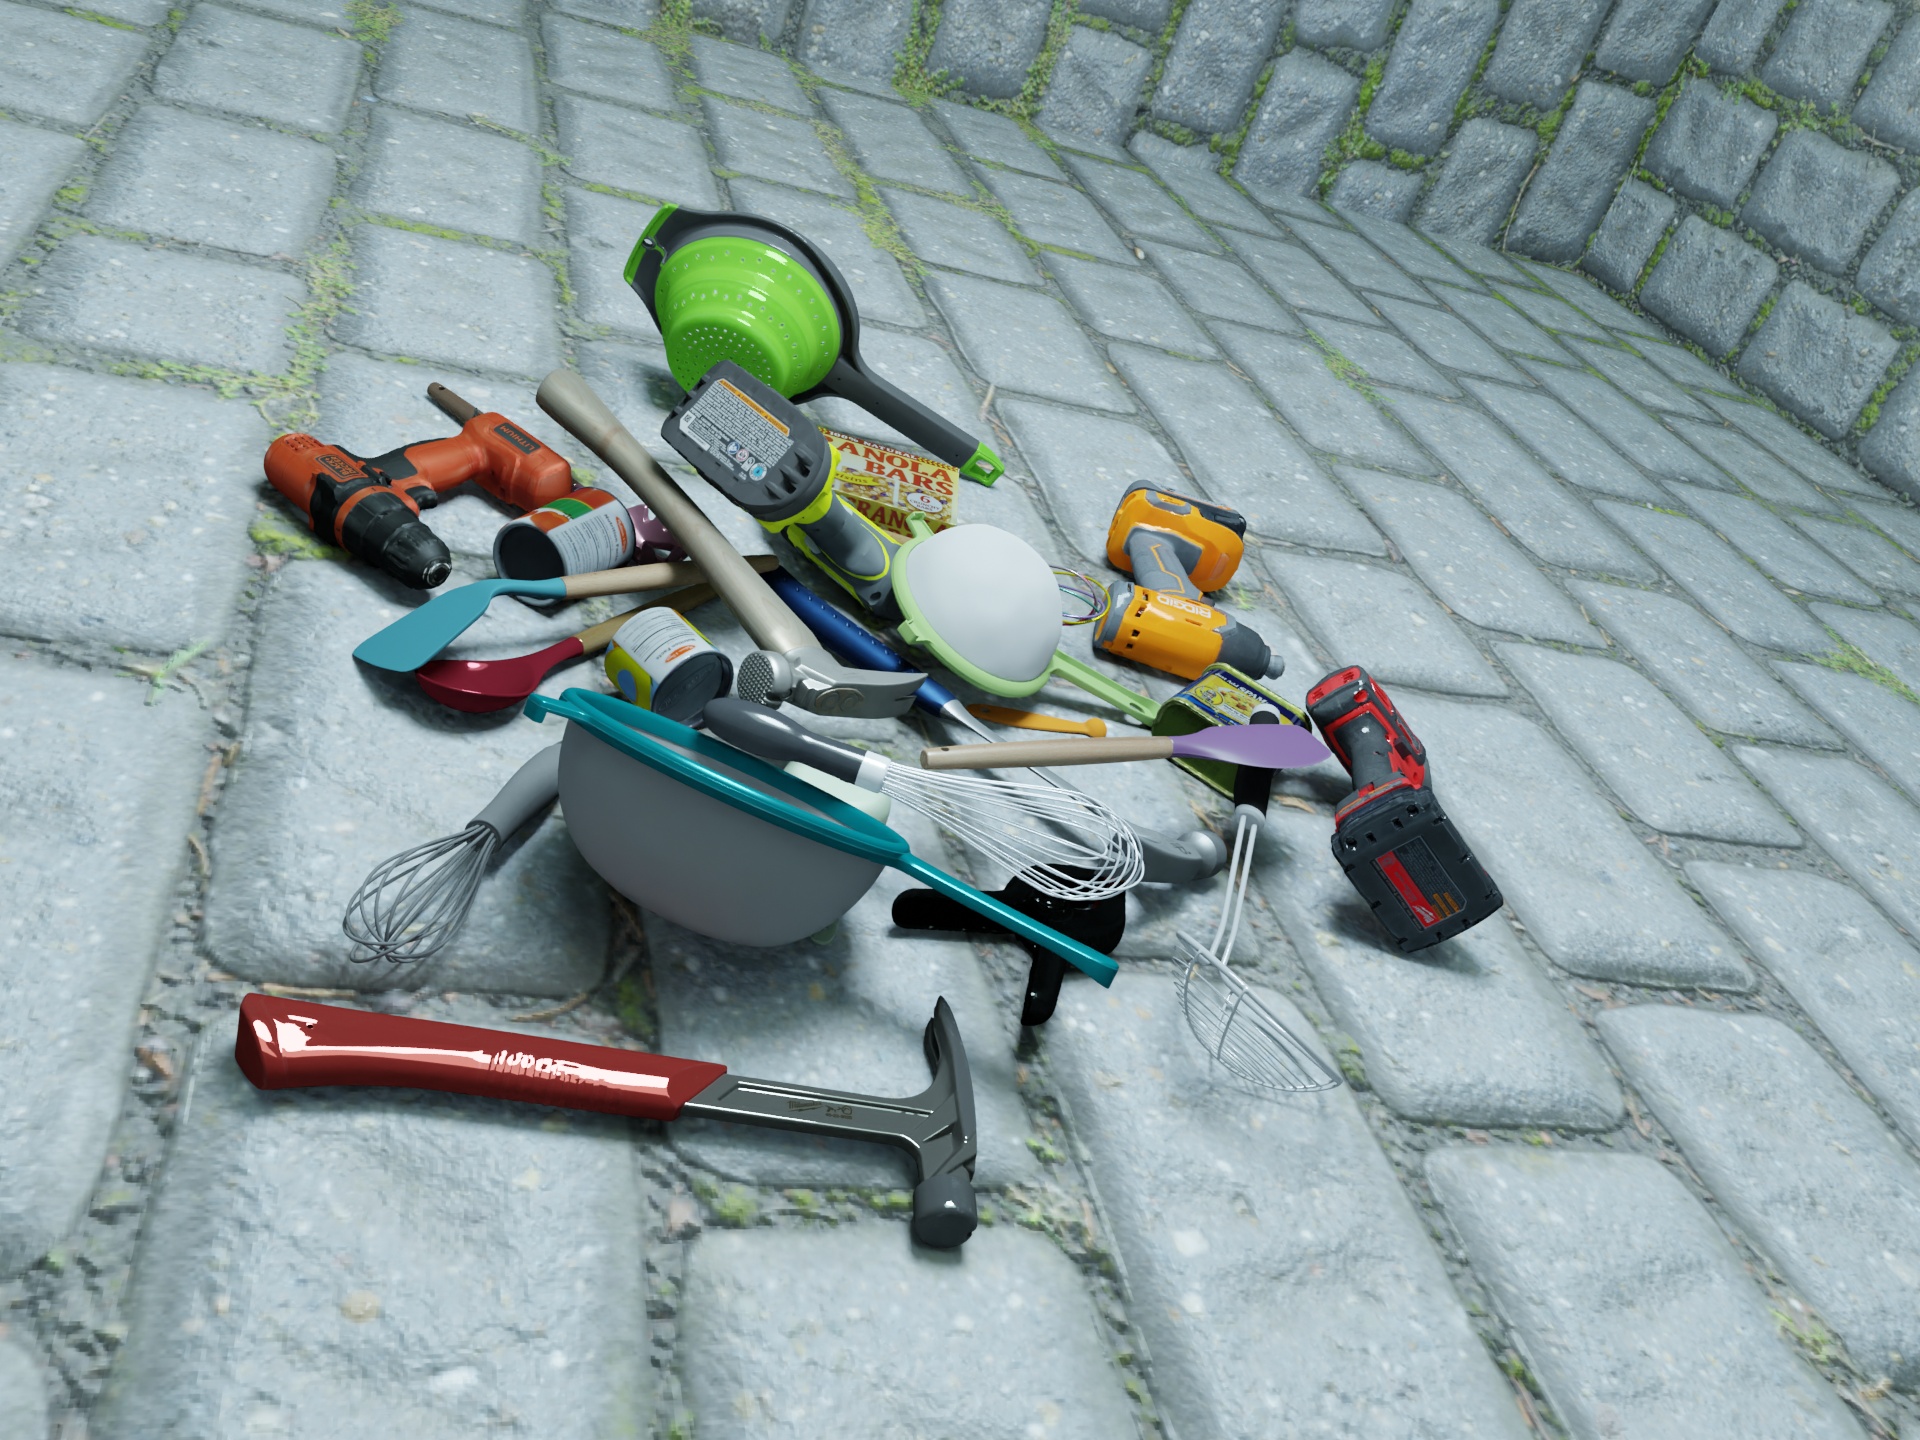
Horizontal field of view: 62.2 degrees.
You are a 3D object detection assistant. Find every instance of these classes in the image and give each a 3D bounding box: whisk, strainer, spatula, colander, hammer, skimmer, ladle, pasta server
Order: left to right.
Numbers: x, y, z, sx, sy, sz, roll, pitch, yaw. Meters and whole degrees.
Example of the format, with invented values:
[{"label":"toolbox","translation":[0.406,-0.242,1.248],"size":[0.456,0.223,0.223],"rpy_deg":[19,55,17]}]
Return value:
[{"label":"whisk","translation":[-0.268,0.066,0.889],"size":[0.055,0.055,0.239],"rpy_deg":[22,27,3]},{"label":"pasta server","translation":[-0.325,-0.202,1.269],"size":[0.316,0.040,0.060],"rpy_deg":[35,45,24]},{"label":"spatula","translation":[-0.253,-0.083,1.095],"size":[0.317,0.044,0.082],"rpy_deg":[-14,19,-43]},{"label":"ladle","translation":[-0.251,-0.060,1.105],"size":[0.069,0.031,0.315],"rpy_deg":[22,28,22]},{"label":"hammer","translation":[-0.166,0.172,0.789],"size":[0.359,0.036,0.149],"rpy_deg":[12,32,-15]},{"label":"hammer","translation":[-0.185,-0.136,1.135],"size":[0.146,0.038,0.411],"rpy_deg":[3,35,-47]},{"label":"strainer","translation":[-0.084,0.094,0.876],"size":[0.340,0.095,0.211],"rpy_deg":[27,0,7]},{"label":"colander","translation":[-0.133,-0.305,1.457],"size":[0.396,0.204,0.095],"rpy_deg":[30,49,-18]},{"label":"whisk","translation":[-0.023,0.043,0.961],"size":[0.284,0.070,0.070],"rpy_deg":[20,31,0]},{"label":"hammer","translation":[-0.002,-0.004,1.130],"size":[0.406,0.035,0.144],"rpy_deg":[34,15,26]},{"label":"whisk","translation":[0.011,-0.126,1.318],"size":[0.245,0.047,0.051],"rpy_deg":[19,-5,20]},{"label":"strainer","translation":[0.069,-0.072,1.204],"size":[0.256,0.069,0.152],"rpy_deg":[29,37,-22]},{"label":"spatula","translation":[0.118,0.020,1.059],"size":[0.315,0.018,0.060],"rpy_deg":[-2,30,-27]},{"label":"skimmer","translation":[0.205,0.092,1.037],"size":[0.127,0.090,0.363],"rpy_deg":[43,37,-17]}]

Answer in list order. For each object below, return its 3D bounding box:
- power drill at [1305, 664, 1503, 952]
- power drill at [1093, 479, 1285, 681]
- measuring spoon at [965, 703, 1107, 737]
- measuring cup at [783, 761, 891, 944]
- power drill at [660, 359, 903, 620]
[{"label":"power drill","translation":[0.322,0.062,1.174],"size":[0.143,0.078,0.220],"rpy_deg":[51,21,-21]},{"label":"power drill","translation":[0.204,-0.114,1.405],"size":[0.164,0.084,0.227],"rpy_deg":[18,36,-5]},{"label":"measuring spoon","translation":[0.059,-0.003,1.211],"size":[0.117,0.011,0.021],"rpy_deg":[9,33,-19]},{"label":"measuring cup","translation":[-0.080,0.074,0.986],"size":[0.083,0.038,0.168],"rpy_deg":[14,30,-11]},{"label":"power drill","translation":[-0.128,-0.174,1.214],"size":[0.171,0.080,0.223],"rpy_deg":[40,-2,26]}]
